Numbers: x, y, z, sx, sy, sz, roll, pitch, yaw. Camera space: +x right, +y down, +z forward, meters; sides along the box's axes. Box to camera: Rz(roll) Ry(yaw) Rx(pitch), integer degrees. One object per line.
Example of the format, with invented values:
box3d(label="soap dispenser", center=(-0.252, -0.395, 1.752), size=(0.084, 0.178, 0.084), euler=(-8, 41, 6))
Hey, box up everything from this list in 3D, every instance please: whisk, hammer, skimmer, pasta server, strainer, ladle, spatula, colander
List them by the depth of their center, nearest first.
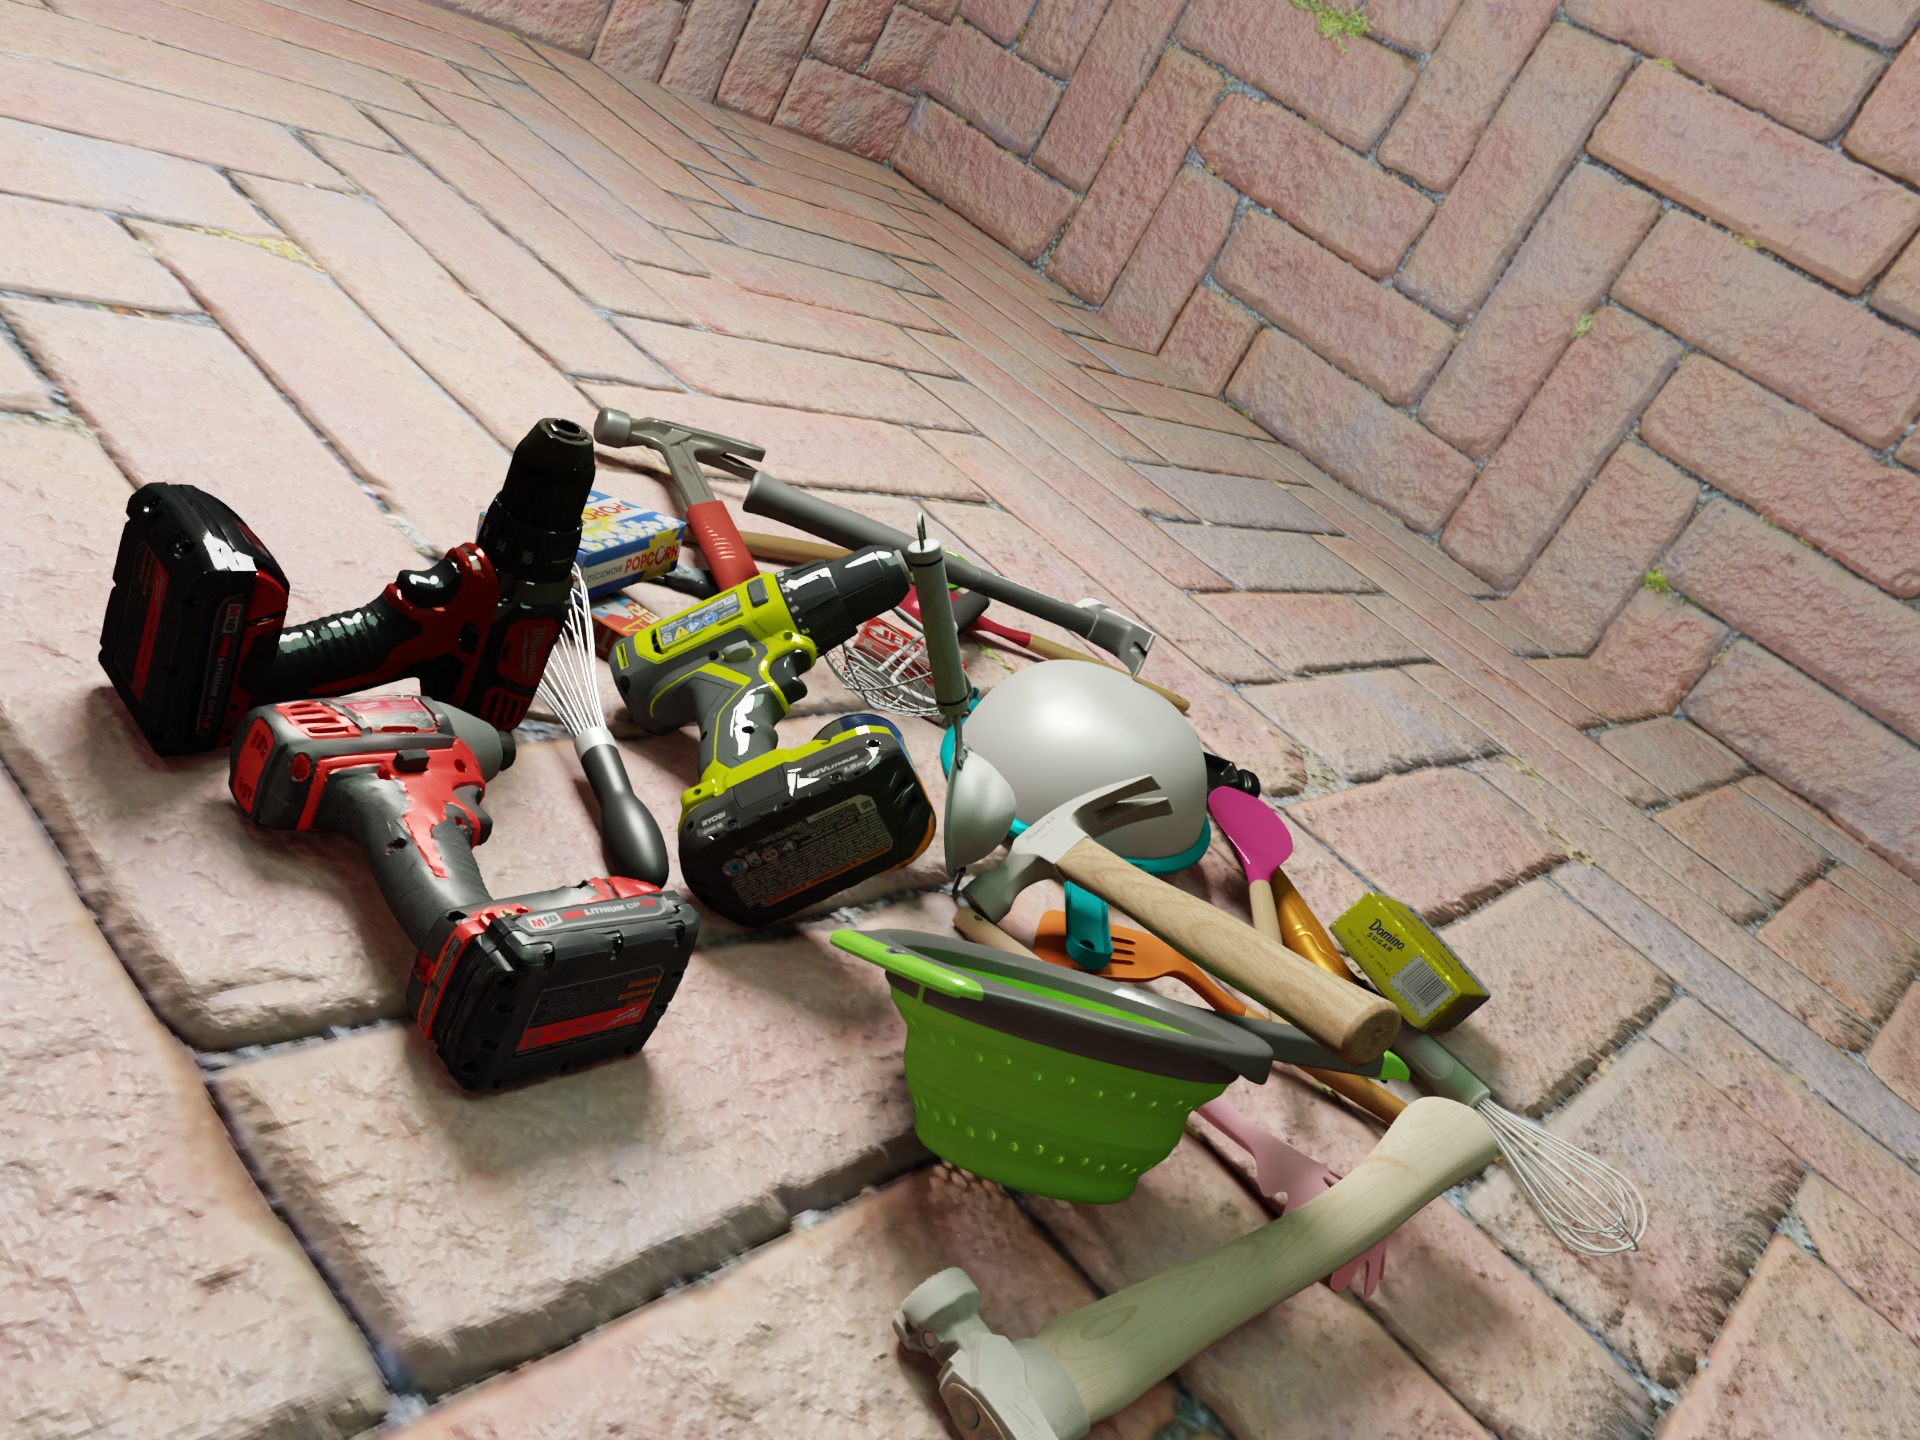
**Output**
box3d(label="hammer", center=(0.159, 0.269, 0.769), size=(0.410, 0.038, 0.146), euler=(-9, 45, -45))
box3d(label="colander", center=(0.102, 0.192, 0.823), size=(0.396, 0.094, 0.205), euler=(18, -4, -39))
box3d(label="hammer", center=(0.121, 0.107, 0.870), size=(0.031, 0.130, 0.331), euler=(55, -13, -25))
box3d(label="pasta server", center=(0.115, 0.209, 0.920), size=(0.316, 0.040, 0.060), euler=(35, 23, 22))
box3d(label="whisk", center=(-0.220, -0.006, 0.925), size=(0.070, 0.070, 0.285), euler=(9, 35, -40))
box3d(label="strainer", center=(-0.001, -0.003, 0.942), size=(0.050, 0.258, 0.087), euler=(-2, 30, 15))
box3d(label="spatula", center=(0.194, 0.208, 1.019), size=(0.322, 0.041, 0.081), euler=(32, 22, -6))
box3d(label="whisk", center=(0.352, 0.262, 1.066), size=(0.247, 0.058, 0.059), euler=(43, -9, 37))
box3d(label="strainer", center=(0.096, 0.043, 1.102), size=(0.211, 0.095, 0.341), euler=(17, 24, -6))
box3d(label="hammer", center=(-0.005, -0.110, 1.174), size=(0.334, 0.035, 0.146), euler=(20, 10, -23))
box3d(label="skimmer", center=(-0.014, -0.080, 1.187), size=(0.127, 0.090, 0.363), euler=(34, 21, 4))
box3d(label="hammer", center=(0.228, 0.116, 1.211), size=(0.127, 0.034, 0.337), euler=(20, 23, -24))
box3d(label="hammer", center=(-0.180, -0.144, 1.224), size=(0.149, 0.036, 0.359), euler=(11, 28, -30))
box3d(label="ladle", center=(0.080, -0.061, 1.426), size=(0.315, 0.031, 0.069), euler=(20, 26, -26))

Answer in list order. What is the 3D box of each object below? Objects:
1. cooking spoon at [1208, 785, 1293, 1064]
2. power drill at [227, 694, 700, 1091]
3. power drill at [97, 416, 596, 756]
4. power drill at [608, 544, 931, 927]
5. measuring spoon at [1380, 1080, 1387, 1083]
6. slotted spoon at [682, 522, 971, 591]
box3d(label="cooking spoon", center=(0.210, 0.131, 1.104), size=(0.068, 0.017, 0.319), euler=(21, 27, -7))
box3d(label="power drill", center=(-0.230, 0.064, 0.748), size=(0.220, 0.078, 0.143), euler=(40, 24, 28))
box3d(label="power drill", center=(-0.295, -0.072, 0.808), size=(0.226, 0.187, 0.080), euler=(-6, 41, -48))
box3d(label="power drill", center=(-0.098, -0.007, 0.926), size=(0.229, 0.190, 0.080), euler=(-114, 179, -47))
box3d(label="measuring spoon", center=(0.243, 0.209, 1.034), size=(0.042, 0.021, 0.129), euler=(59, -1, -16))
box3d(label="slotted spoon", center=(-0.114, -0.142, 1.358), size=(0.313, 0.031, 0.070), euler=(4, 33, -42))
